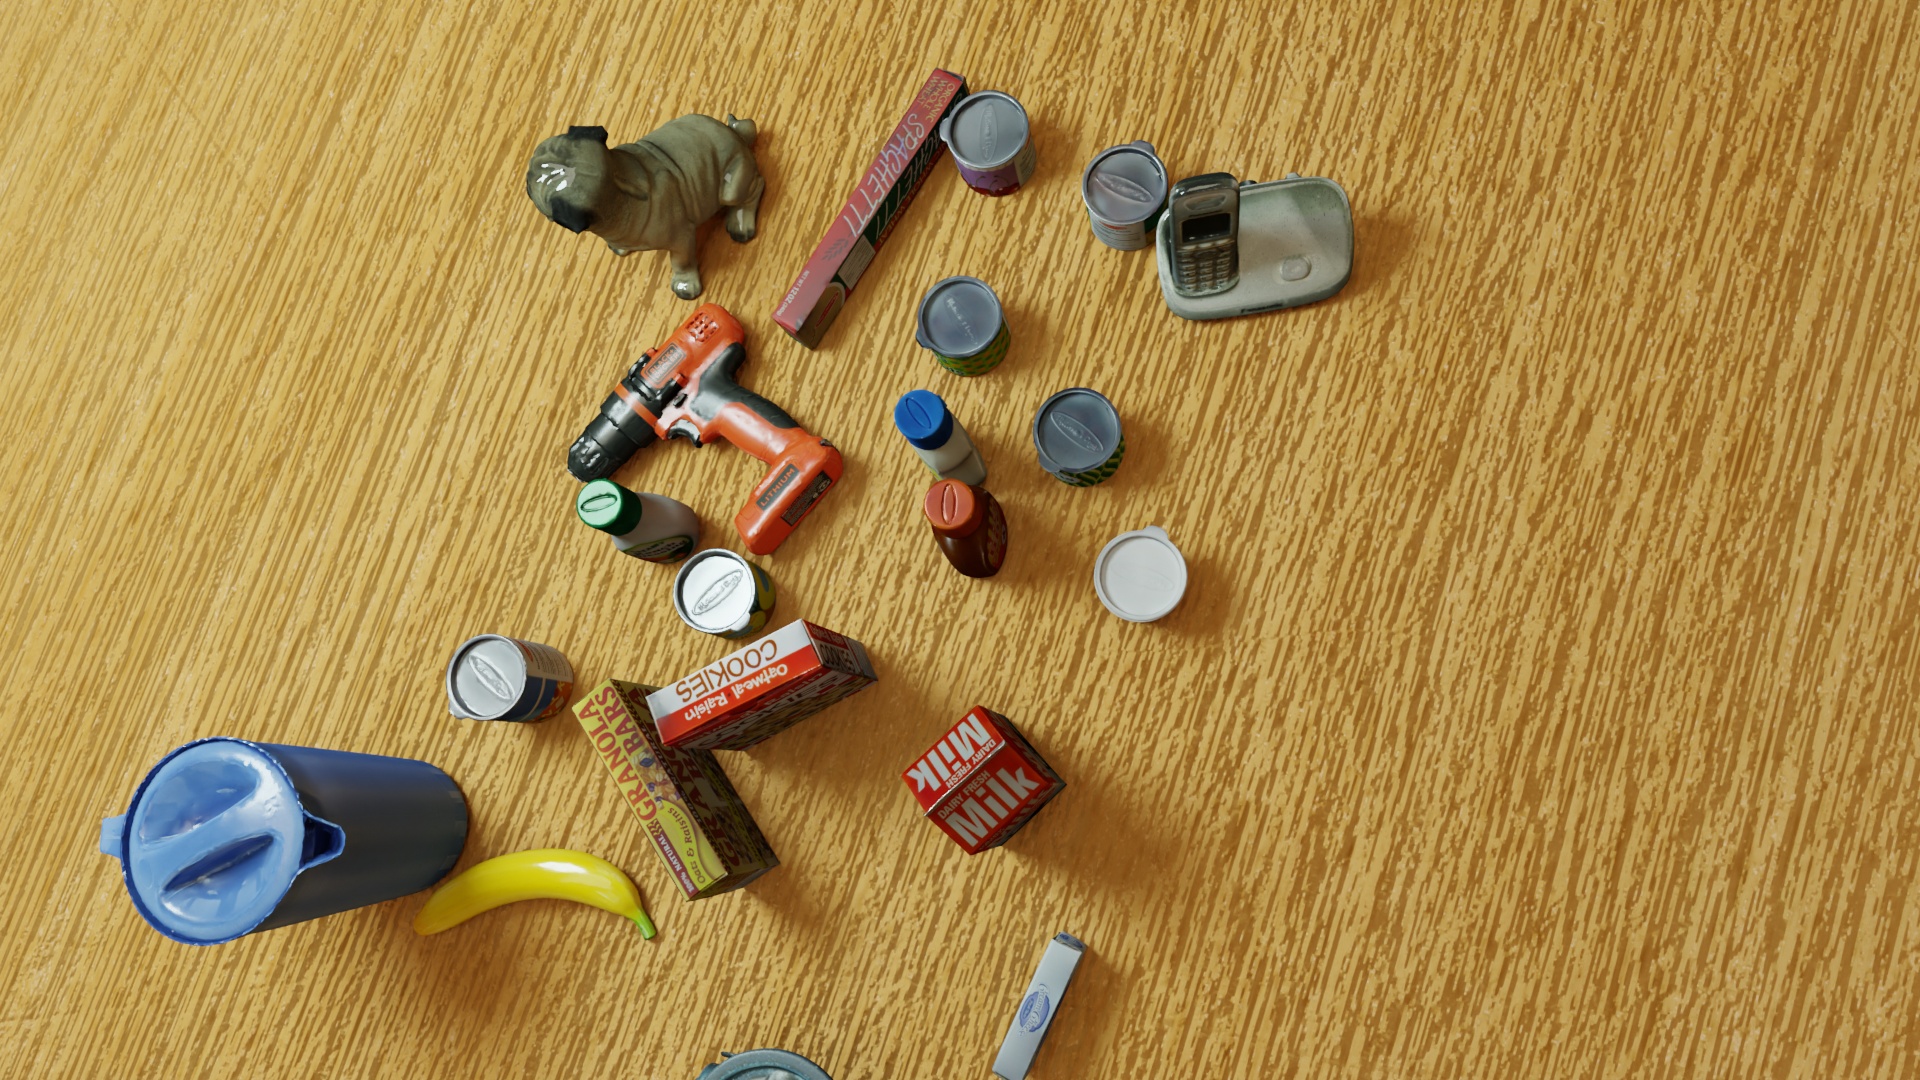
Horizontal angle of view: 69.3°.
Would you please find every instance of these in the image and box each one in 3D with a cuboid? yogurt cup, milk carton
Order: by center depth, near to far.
[{"bbox_3d":[0.017,0.166,0.964,0.072,0.190,0.073,-43,76,0],"label":"milk carton"},{"bbox_3d":[0.136,0.030,1.039,0.072,0.054,0.072,-2,80,9],"label":"yogurt cup"}]

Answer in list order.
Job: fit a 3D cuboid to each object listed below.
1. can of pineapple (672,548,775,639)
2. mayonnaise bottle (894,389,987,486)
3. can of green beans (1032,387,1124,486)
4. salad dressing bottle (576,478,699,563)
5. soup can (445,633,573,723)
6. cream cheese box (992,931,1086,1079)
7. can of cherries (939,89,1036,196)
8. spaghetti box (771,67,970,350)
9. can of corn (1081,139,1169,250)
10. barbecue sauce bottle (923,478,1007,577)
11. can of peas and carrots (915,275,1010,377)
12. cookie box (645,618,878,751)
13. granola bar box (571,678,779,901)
[{"bbox_3d":[-0.183,0.045,1.088,0.071,0.058,0.071,-2,80,9],"label":"can of pineapple"},{"bbox_3d":[-0.017,-0.076,1.036,0.041,0.148,0.065,-38,76,2],"label":"mayonnaise bottle"},{"bbox_3d":[0.091,-0.078,1.064,0.071,0.057,0.071,-2,80,9],"label":"can of green beans"},{"bbox_3d":[-0.247,-0.015,1.064,0.064,0.147,0.044,-15,78,7],"label":"salad dressing bottle"},{"bbox_3d":[-0.355,0.112,1.092,0.071,0.083,0.071,-2,80,9],"label":"soup can"},{"bbox_3d":[0.058,0.334,0.996,0.024,0.053,0.104,24,85,13],"label":"cream cheese box"},{"bbox_3d":[0.023,-0.320,1.120,0.071,0.058,0.071,-2,80,9],"label":"can of cherries"},{"bbox_3d":[-0.069,-0.270,1.131,0.029,0.050,0.250,32,86,13],"label":"spaghetti box"},{"bbox_3d":[0.132,-0.271,1.093,0.071,0.058,0.071,-2,80,9],"label":"can of corn"},{"bbox_3d":[0.004,-0.013,1.021,0.044,0.148,0.065,1,80,10],"label":"barbecue sauce bottle"},{"bbox_3d":[0.002,-0.166,1.095,0.071,0.058,0.071,-2,80,9],"label":"can of peas and carrots"},{"bbox_3d":[-0.139,0.110,1.012,0.123,0.167,0.040,-27,77,4],"label":"cookie box"},{"bbox_3d":[-0.210,0.185,1.033,0.039,0.124,0.166,-36,76,2],"label":"granola bar box"}]
